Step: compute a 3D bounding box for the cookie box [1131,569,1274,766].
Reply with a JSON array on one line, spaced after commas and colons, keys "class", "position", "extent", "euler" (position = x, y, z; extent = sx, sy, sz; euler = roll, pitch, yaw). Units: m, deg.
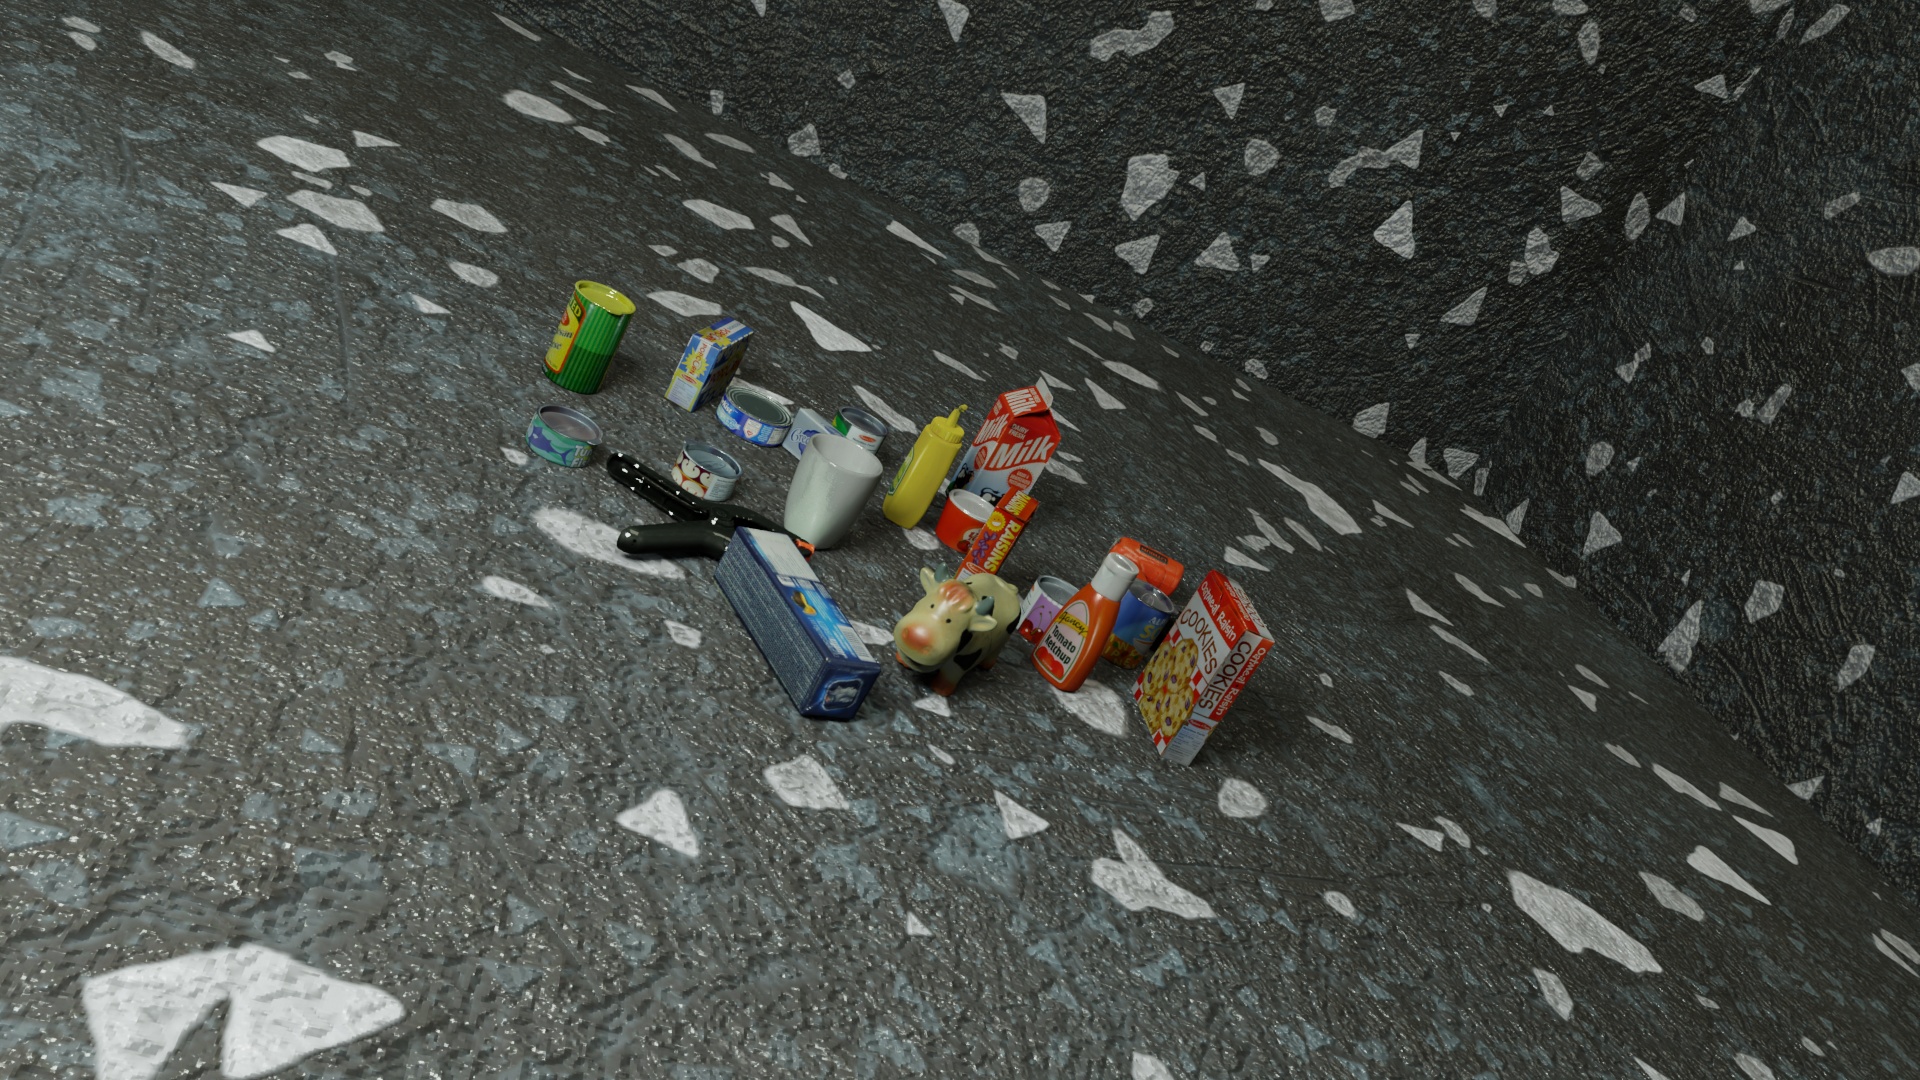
[{"class": "cookie box", "position": [0.249, 0.131, 1.448], "extent": [0.040, 0.166, 0.123], "euler": [23, 22, -19]}]

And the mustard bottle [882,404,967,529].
[{"class": "mustard bottle", "position": [-0.036, -0.091, 1.589], "extent": [0.049, 0.159, 0.065], "euler": [26, 21, -12]}]

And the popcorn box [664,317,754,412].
[{"class": "popcorn box", "position": [-0.291, -0.207, 1.620], "extent": [0.038, 0.085, 0.127], "euler": [30, 21, 0]}]

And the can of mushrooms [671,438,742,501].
[{"class": "can of mushrooms", "position": [-0.262, -0.072, 1.426], "extent": [0.071, 0.033, 0.071], "euler": [26, 21, -11]}]

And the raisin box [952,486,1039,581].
[{"class": "raisin box", "position": [0.034, 0.009, 1.504], "extent": [0.040, 0.123, 0.086], "euler": [32, 21, 4]}]

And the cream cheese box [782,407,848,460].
[{"class": "cream cheese box", "position": [-0.157, -0.104, 1.607], "extent": [0.104, 0.053, 0.024], "euler": [40, 23, 24]}]

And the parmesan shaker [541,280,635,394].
[{"class": "parmesan shaker", "position": [-0.395, -0.214, 1.475], "extent": [0.071, 0.102, 0.071], "euler": [26, 21, -11]}]

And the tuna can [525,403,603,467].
[{"class": "tuna can", "position": [-0.379, -0.099, 1.335], "extent": [0.071, 0.032, 0.071], "euler": [26, 21, -11]}]

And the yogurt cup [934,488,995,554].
[{"class": "yogurt cup", "position": [0.006, -0.020, 1.631], "extent": [0.072, 0.053, 0.073], "euler": [26, 21, -11]}]

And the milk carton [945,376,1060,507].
[{"class": "milk carton", "position": [0.060, -0.109, 1.712], "extent": [0.073, 0.189, 0.072], "euler": [22, 22, -22]}]

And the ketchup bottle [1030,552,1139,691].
[{"class": "ketchup bottle", "position": [0.132, 0.082, 1.433], "extent": [0.043, 0.148, 0.065], "euler": [8, 30, -46]}]

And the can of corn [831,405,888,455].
[{"class": "can of corn", "position": [-0.129, -0.122, 1.678], "extent": [0.071, 0.058, 0.071], "euler": [26, 21, -11]}]

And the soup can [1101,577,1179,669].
[{"class": "soup can", "position": [0.196, 0.096, 1.576], "extent": [0.071, 0.083, 0.071], "euler": [26, 21, -11]}]

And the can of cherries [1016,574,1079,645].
[{"class": "can of cherries", "position": [0.102, 0.081, 1.520], "extent": [0.071, 0.058, 0.072], "euler": [26, 21, -11]}]
